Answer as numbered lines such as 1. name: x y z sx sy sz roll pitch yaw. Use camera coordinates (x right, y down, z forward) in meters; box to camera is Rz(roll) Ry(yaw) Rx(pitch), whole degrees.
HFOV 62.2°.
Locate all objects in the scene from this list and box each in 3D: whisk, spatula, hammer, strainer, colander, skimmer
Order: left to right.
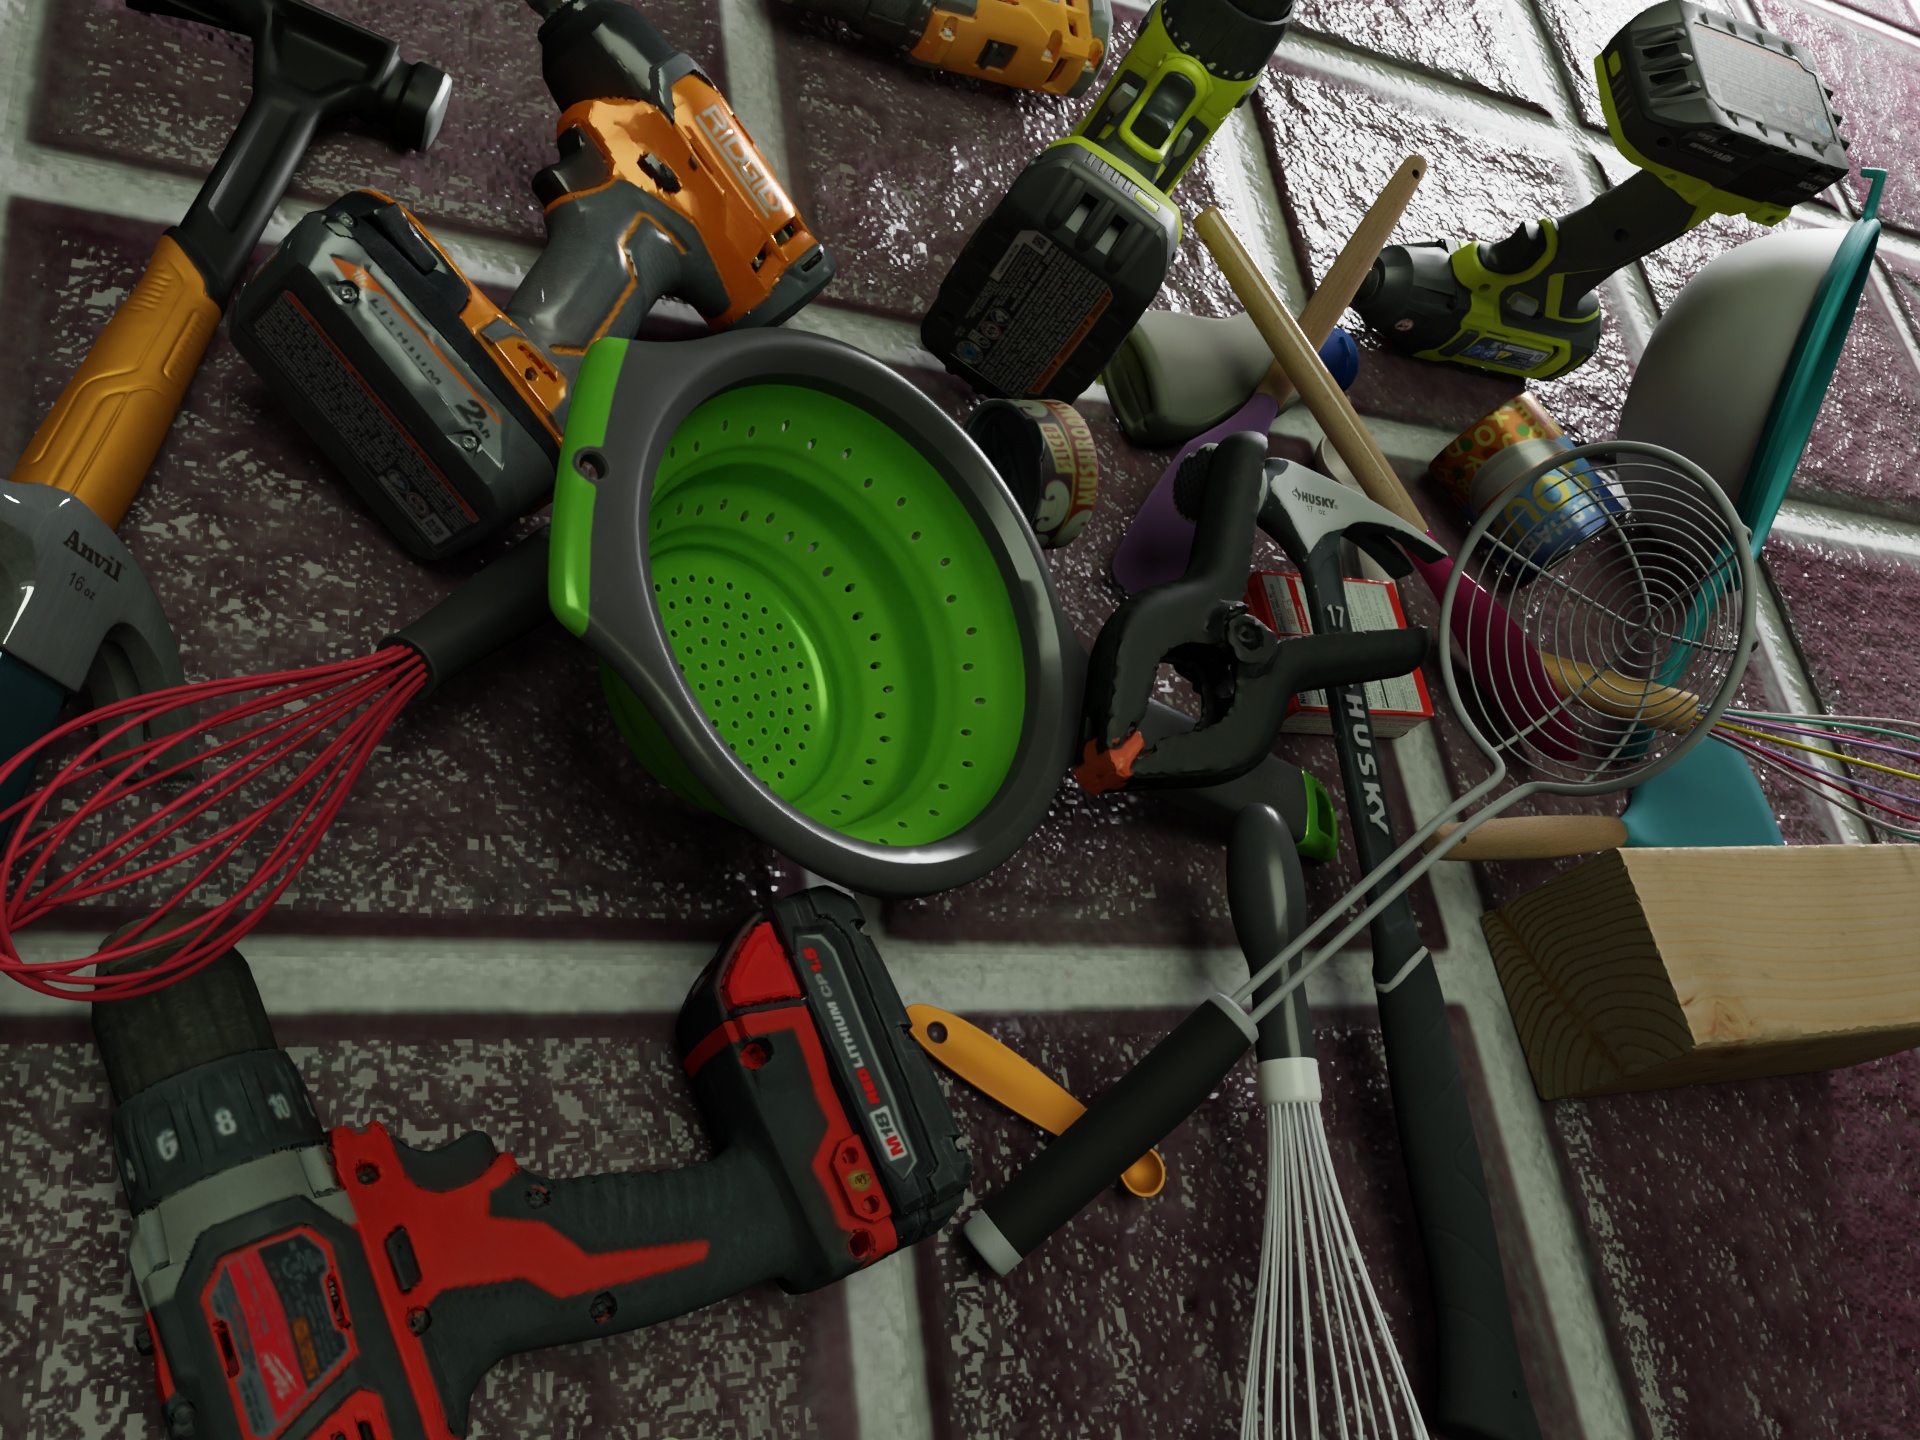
1. hammer: -0.282 0.091 0.405 0.033 0.128 0.331 1 67 14
2. hammer: -0.291 -0.146 0.566 0.127 0.034 0.337 20 56 -18
3. whisk: -0.185 -0.008 0.498 0.073 0.073 0.296 41 34 -2
4. colander: -0.001 -0.002 0.619 0.396 0.094 0.205 23 56 -37
5. spatula: 0.163 -0.173 0.786 0.059 0.018 0.316 42 66 -22
6. whisk: 0.124 0.166 0.584 0.070 0.070 0.285 8 66 -24
7. skimmer: 0.130 0.048 0.559 0.363 0.127 0.090 -40 129 -8
8. hammer: 0.181 0.083 0.660 0.149 0.036 0.409 6 69 -37
9. spatula: 0.303 0.047 0.741 0.317 0.044 0.082 1 65 -46
10. strainer: 0.400 -0.133 0.884 0.095 0.210 0.340 24 72 26
11. whisk: 0.382 0.006 0.784 0.245 0.051 0.047 18 36 15

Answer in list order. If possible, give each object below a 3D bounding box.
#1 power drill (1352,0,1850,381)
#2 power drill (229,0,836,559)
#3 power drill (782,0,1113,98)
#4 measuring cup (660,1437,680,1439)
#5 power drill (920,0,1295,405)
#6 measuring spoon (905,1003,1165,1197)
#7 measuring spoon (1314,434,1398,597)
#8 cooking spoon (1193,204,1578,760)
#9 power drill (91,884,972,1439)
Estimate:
1. power drill: 0.323 -0.264 0.840 0.171 0.223 0.080 5 68 -26
2. power drill: -0.160 -0.184 0.607 0.164 0.084 0.226 53 49 -19
3. power drill: -0.021 -0.446 0.852 0.185 0.084 0.226 3 67 -25
4. measuring cup: -0.035 0.251 0.477 0.167 0.038 0.083 2 63 -25
5. power drill: 0.082 -0.263 0.737 0.080 0.190 0.229 34 57 -8
6. measuring spoon: 0.026 0.142 0.592 0.117 0.011 0.021 35 52 -3
7. measuring spoon: 0.204 -0.090 0.815 0.034 0.018 0.124 0 70 -28
8. cooking spoon: 0.204 -0.109 0.765 0.017 0.069 0.319 -35 96 -6
9. power drill: -0.131 0.121 0.480 0.226 0.080 0.188 -17 72 -31
